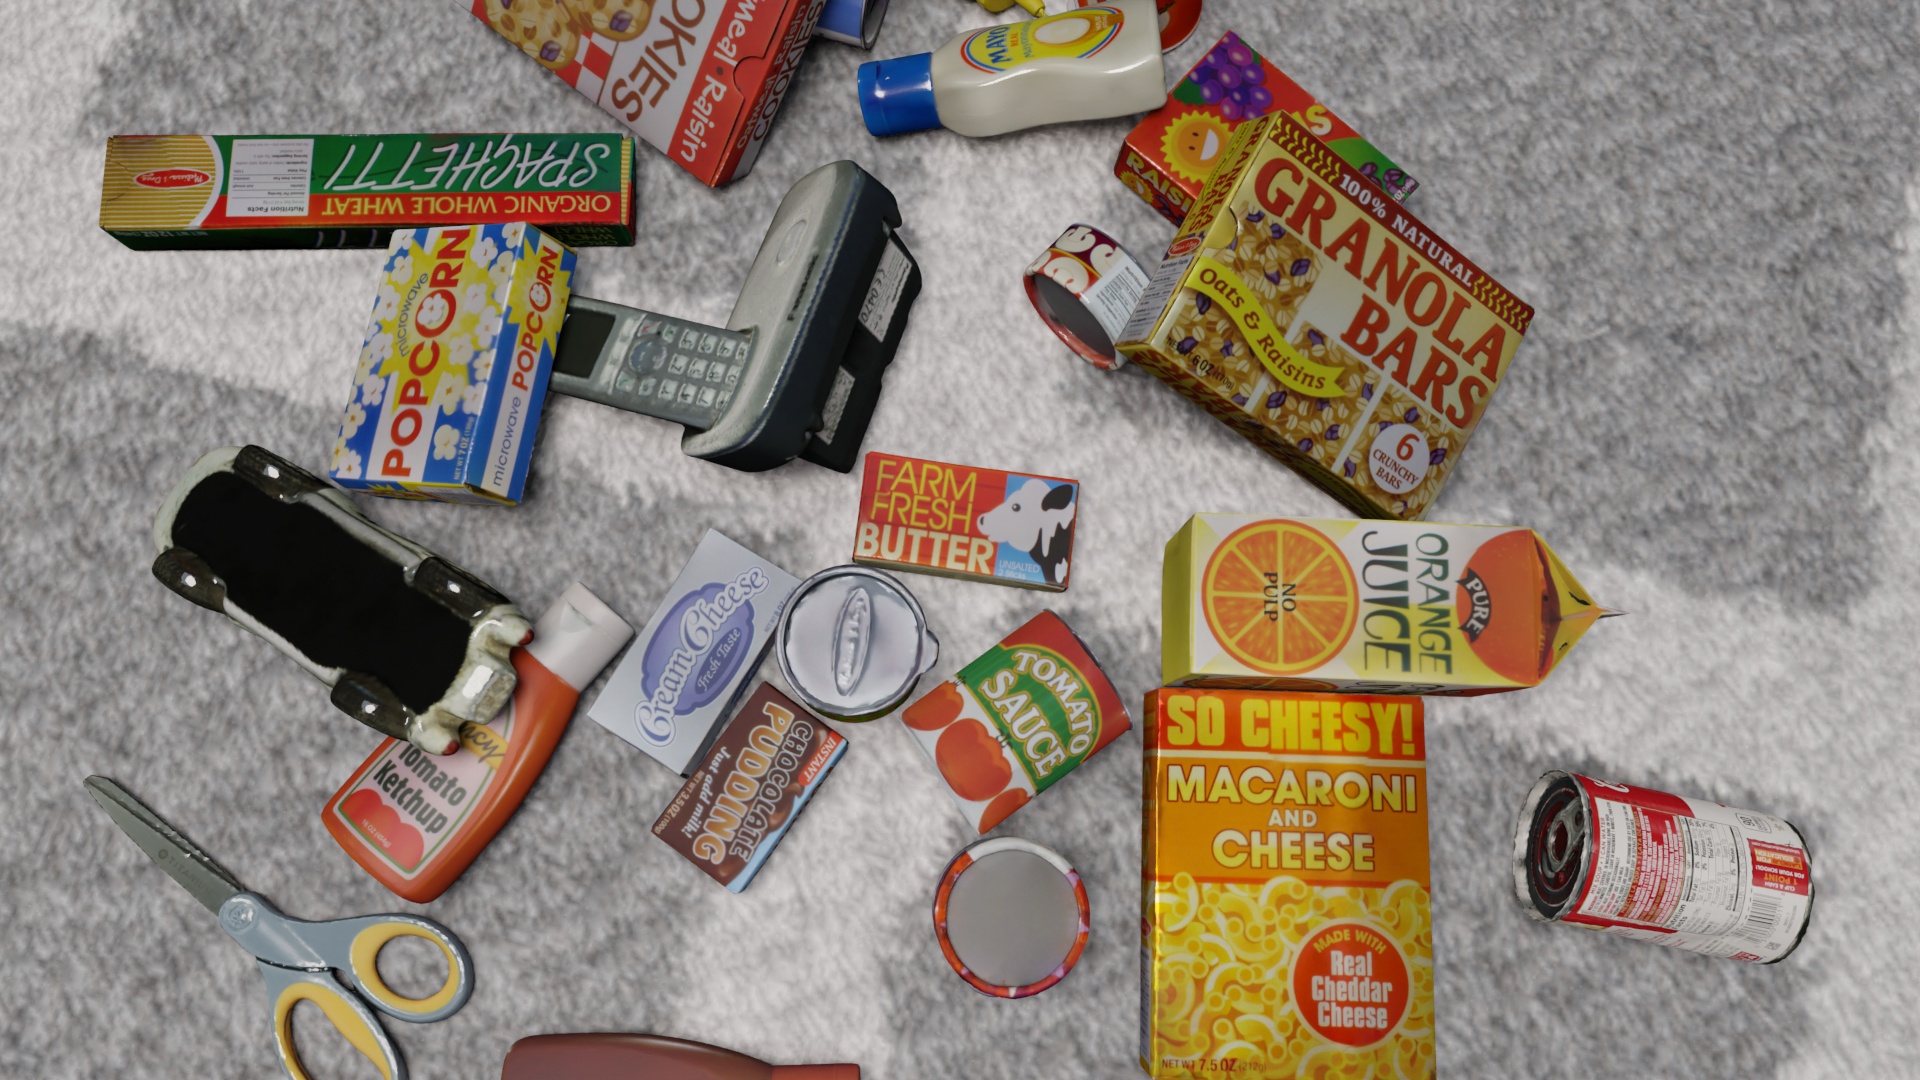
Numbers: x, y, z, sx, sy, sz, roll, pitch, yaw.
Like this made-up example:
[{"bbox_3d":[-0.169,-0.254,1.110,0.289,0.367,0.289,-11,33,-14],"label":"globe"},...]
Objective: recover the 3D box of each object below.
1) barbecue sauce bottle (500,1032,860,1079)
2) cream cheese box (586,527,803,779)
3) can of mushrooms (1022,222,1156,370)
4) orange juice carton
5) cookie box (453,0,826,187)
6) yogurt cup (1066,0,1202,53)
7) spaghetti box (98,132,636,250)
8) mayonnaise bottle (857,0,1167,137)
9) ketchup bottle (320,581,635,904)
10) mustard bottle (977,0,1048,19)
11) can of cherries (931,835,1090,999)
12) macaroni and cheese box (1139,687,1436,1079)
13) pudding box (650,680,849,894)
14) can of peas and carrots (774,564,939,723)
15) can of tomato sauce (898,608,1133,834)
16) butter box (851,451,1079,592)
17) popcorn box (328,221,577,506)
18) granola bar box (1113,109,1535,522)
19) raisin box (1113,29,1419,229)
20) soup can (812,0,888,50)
[{"bbox_3d":[-0.117,0.243,0.589,0.149,0.043,0.065,0,78,-3],"label":"barbecue sauce bottle"},{"bbox_3d":[-0.120,0.051,0.640,0.053,0.024,0.104,30,78,5],"label":"cream cheese box"},{"bbox_3d":[0.062,-0.116,0.663,0.071,0.071,0.033,44,81,6],"label":"can of mushrooms"},{"bbox_3d":[0.193,0.032,0.633,0.193,0.071,0.073,2,79,-2],"label":"orange juice carton"},{"bbox_3d":[-0.152,-0.267,0.661,0.167,0.122,0.040,37,34,5],"label":"cookie box"},{"bbox_3d":[0.095,-0.290,0.706,0.072,0.054,0.072,1,78,-3],"label":"yogurt cup"},{"bbox_3d":[-0.283,-0.170,0.677,0.250,0.028,0.050,-1,78,-3],"label":"spaghetti box"},{"bbox_3d":[0.025,-0.228,0.682,0.148,0.041,0.065,-7,51,10],"label":"mayonnaise bottle"},{"bbox_3d":[-0.208,0.085,0.619,0.065,0.043,0.149,38,78,13],"label":"ketchup bottle"},{"bbox_3d":[-0.001,-0.321,0.711,0.065,0.048,0.160,-38,82,-8],"label":"mustard bottle"},{"bbox_3d":[0.021,0.165,0.604,0.071,0.058,0.071,1,78,-2],"label":"can of cherries"},{"bbox_3d":[0.143,0.152,0.621,0.124,0.040,0.166,2,78,-2],"label":"macaroni and cheese box"},{"bbox_3d":[-0.093,0.111,0.625,0.050,0.030,0.084,36,79,4],"label":"pudding box"},{"bbox_3d":[-0.046,0.048,0.626,0.071,0.058,0.071,1,79,-3],"label":"can of peas and carrots"},{"bbox_3d":[0.024,0.080,0.616,0.083,0.071,0.071,-35,82,-8],"label":"can of tomato sauce"},{"bbox_3d":[0.002,-0.008,0.657,0.103,0.024,0.053,8,79,-1],"label":"butter box"},{"bbox_3d":[-0.233,-0.081,0.640,0.085,0.038,0.127,3,76,27],"label":"popcorn box"},{"bbox_3d":[0.171,-0.098,0.641,0.165,0.039,0.124,31,84,-18],"label":"granola bar box"},{"bbox_3d":[0.151,-0.181,0.693,0.123,0.040,0.086,41,80,5],"label":"raisin box"},{"bbox_3d":[-0.078,-0.291,0.691,0.084,0.071,0.071,16,78,1],"label":"soup can"}]
